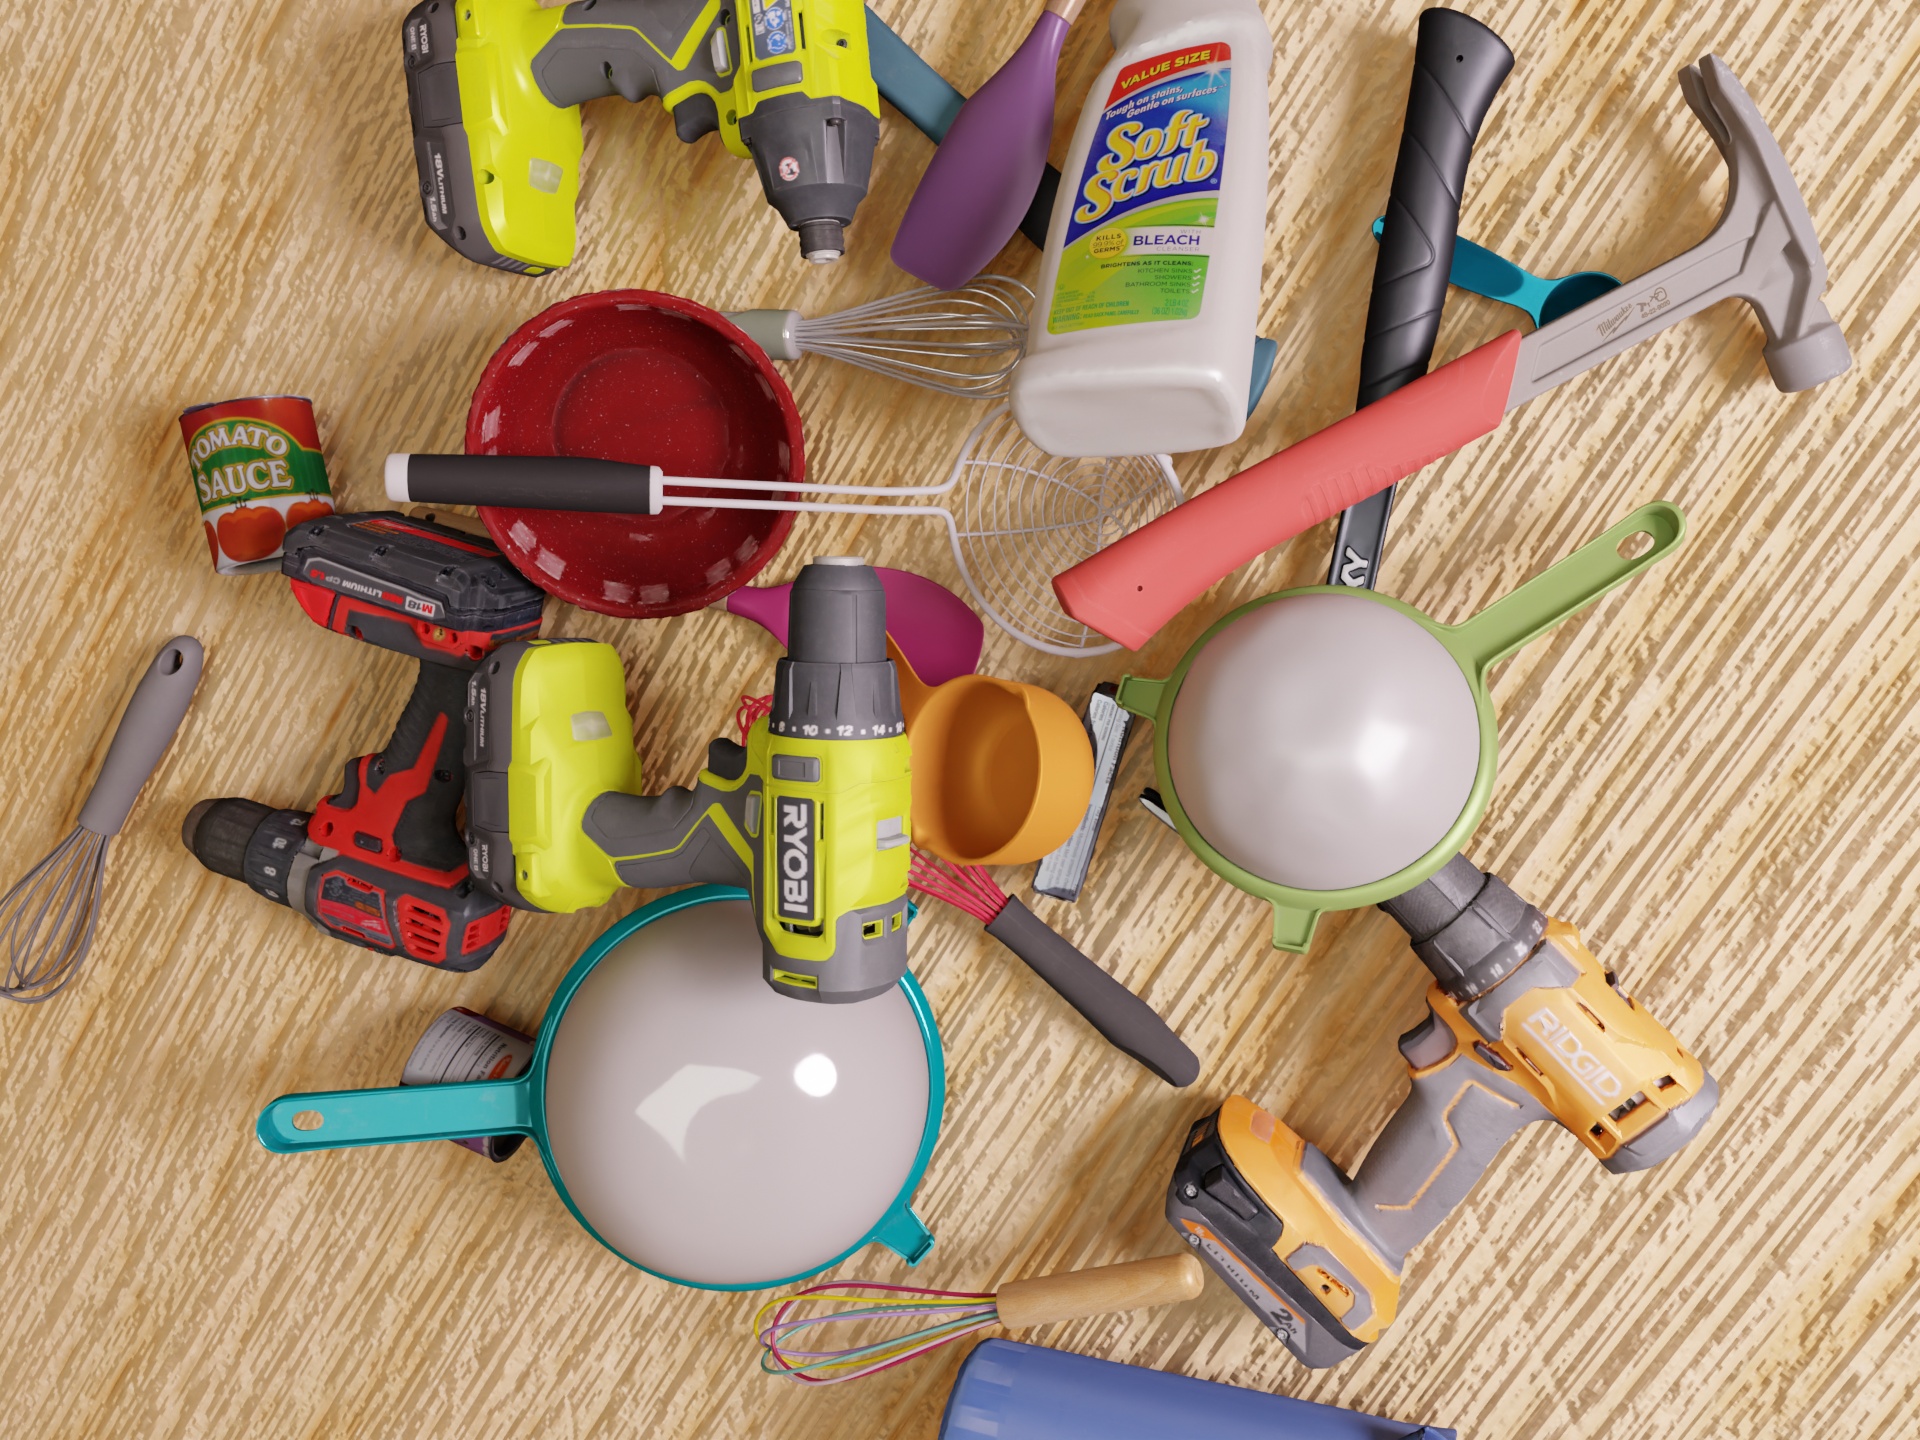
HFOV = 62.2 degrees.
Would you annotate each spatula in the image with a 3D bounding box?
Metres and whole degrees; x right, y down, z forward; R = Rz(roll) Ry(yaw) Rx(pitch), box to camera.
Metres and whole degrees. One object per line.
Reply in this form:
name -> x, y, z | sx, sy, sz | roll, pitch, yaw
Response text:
spatula -> 0.058, -0.344, 0.726 | 0.060, 0.018, 0.316 | 33, 102, 23

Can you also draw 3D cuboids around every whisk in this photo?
whisk -> -0.075, -0.192, 0.789 | 0.246, 0.058, 0.059 | 5, 101, 15
whisk -> 0.001, 0.289, 0.780 | 0.245, 0.051, 0.047 | -18, 85, 22
whisk -> -0.487, 0.056, 0.895 | 0.055, 0.055, 0.239 | 31, 96, 7
whisk -> 0.004, 0.083, 0.793 | 0.296, 0.073, 0.073 | 40, 101, 0

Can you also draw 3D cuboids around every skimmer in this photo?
skimmer -> -0.080, -0.096, 0.733 | 0.363, 0.090, 0.127 | 2, 114, -9

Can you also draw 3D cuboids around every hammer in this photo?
hammer -> 0.188, -0.116, 0.741 | 0.149, 0.036, 0.409 | 11, 99, 11
hammer -> 0.025, -0.265, 0.769 | 0.331, 0.033, 0.128 | 43, 100, 5
hammer -> 0.201, -0.140, 0.693 | 0.359, 0.037, 0.149 | -27, 97, 1

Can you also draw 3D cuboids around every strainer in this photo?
strainer -> 0.197, -0.026, 0.679 | 0.256, 0.069, 0.152 | -33, 67, 6
strainer -> -0.172, 0.192, 0.768 | 0.340, 0.095, 0.211 | -3, 92, -7

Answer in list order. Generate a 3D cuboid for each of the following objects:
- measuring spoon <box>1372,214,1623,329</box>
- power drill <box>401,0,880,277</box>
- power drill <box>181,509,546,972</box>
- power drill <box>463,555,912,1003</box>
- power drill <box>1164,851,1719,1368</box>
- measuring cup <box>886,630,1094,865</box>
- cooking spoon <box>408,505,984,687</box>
measuring spoon -> 0.251, -0.205, 0.742 | 0.129, 0.021, 0.042 | 31, 108, 16
power drill -> -0.148, -0.290, 0.756 | 0.223, 0.080, 0.171 | -4, 94, 23
power drill -> -0.315, 0.008, 0.834 | 0.188, 0.080, 0.226 | 17, 106, 12
power drill -> -0.122, 0.019, 0.737 | 0.228, 0.080, 0.190 | 4, 97, 32
power drill -> 0.196, 0.168, 0.734 | 0.185, 0.084, 0.226 | 46, 110, 4
measuring cup -> -0.001, -0.002, 0.767 | 0.095, 0.052, 0.174 | -56, 51, 23
cooking spoon -> -0.142, -0.070, 0.826 | 0.319, 0.017, 0.069 | 15, 80, 10
